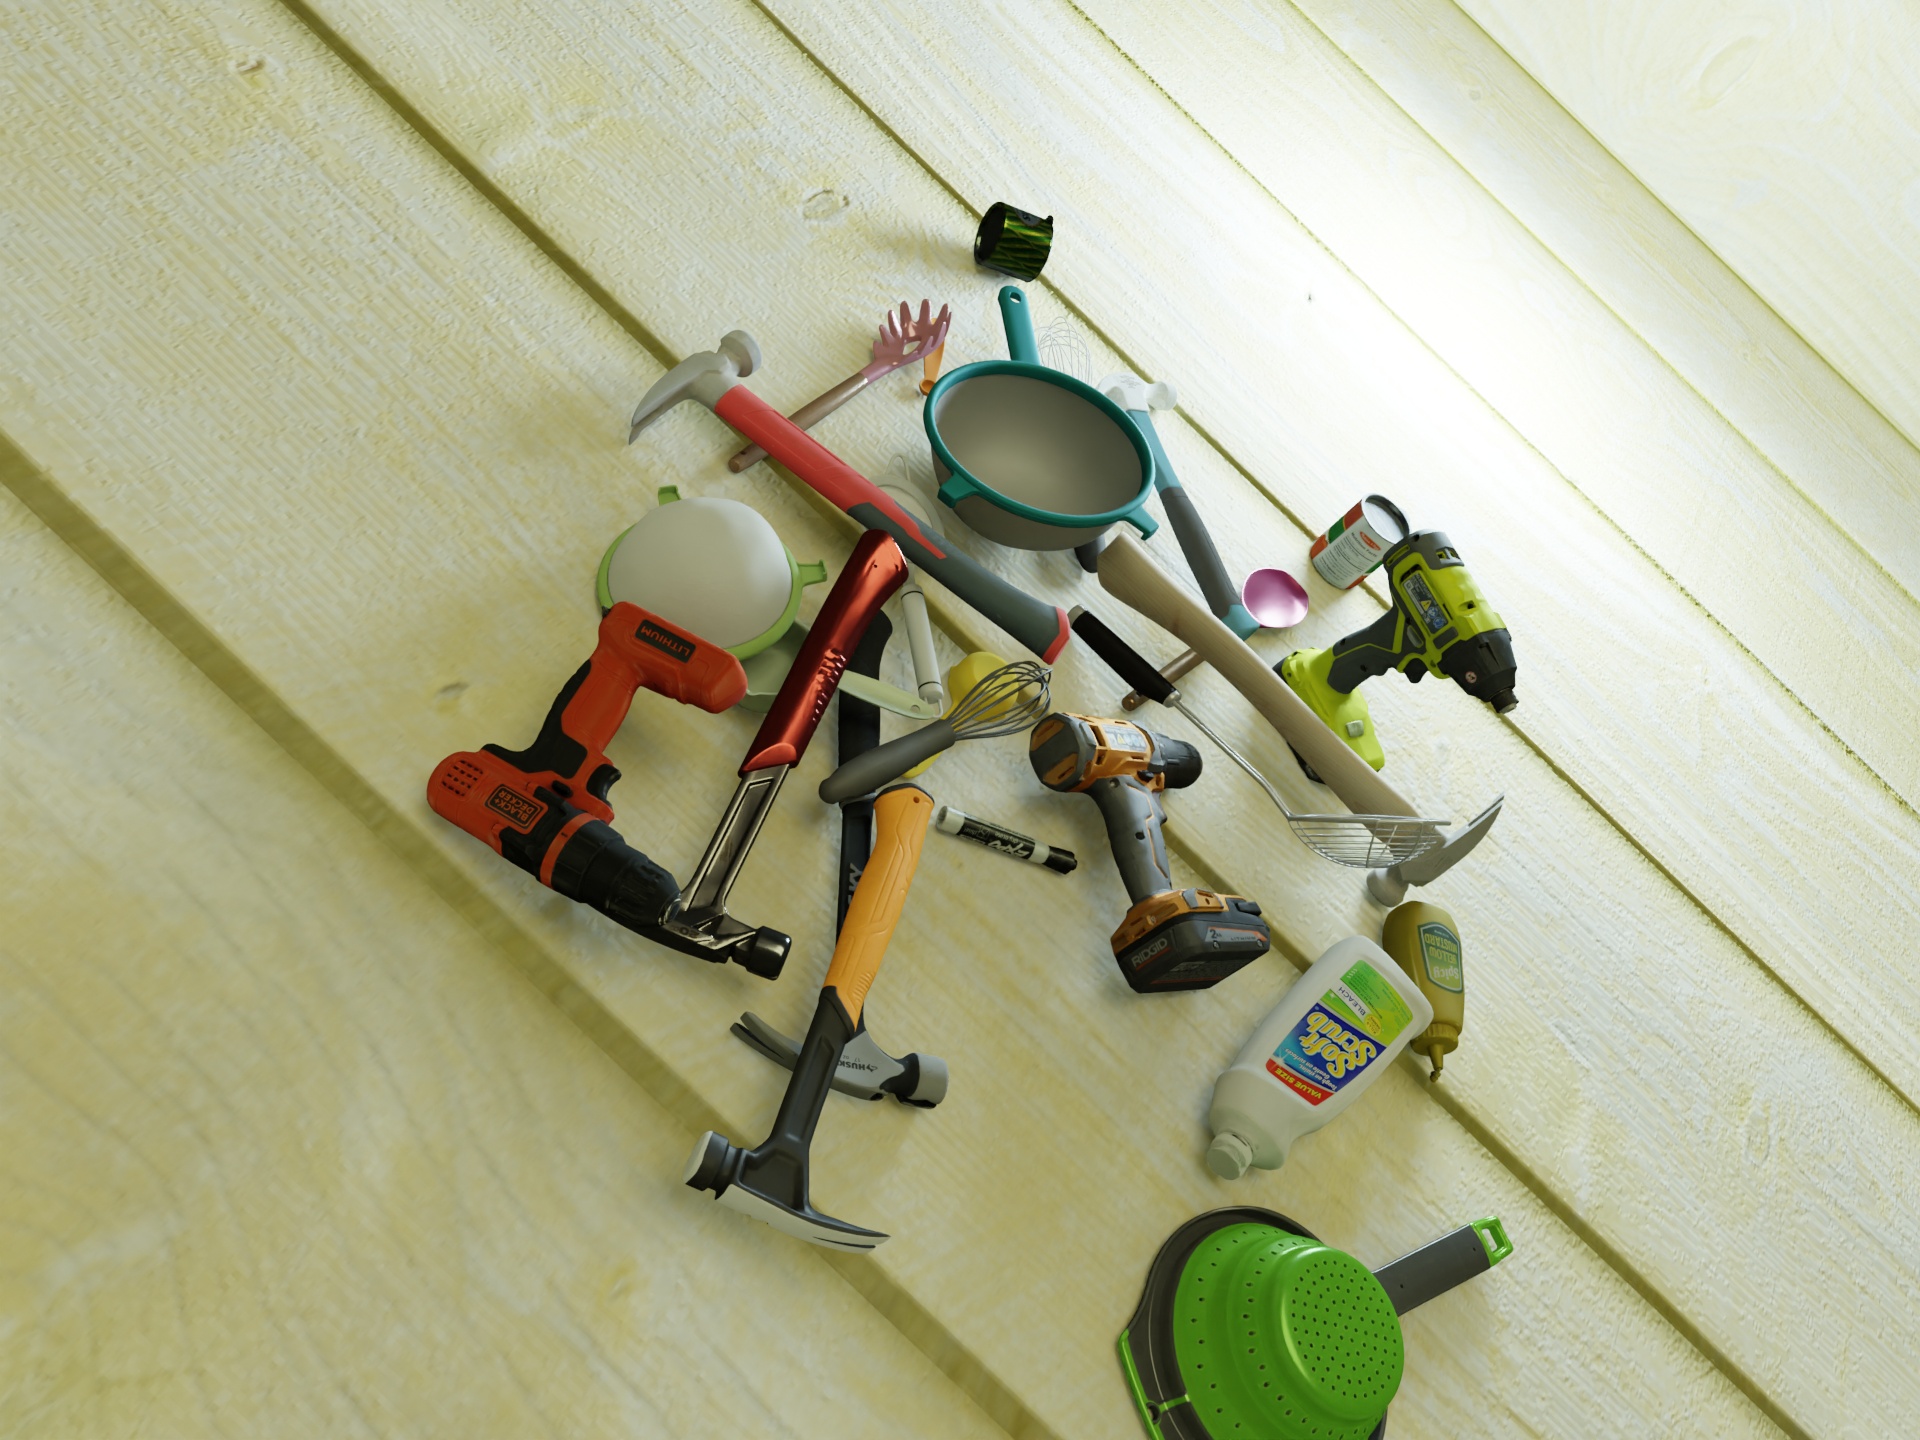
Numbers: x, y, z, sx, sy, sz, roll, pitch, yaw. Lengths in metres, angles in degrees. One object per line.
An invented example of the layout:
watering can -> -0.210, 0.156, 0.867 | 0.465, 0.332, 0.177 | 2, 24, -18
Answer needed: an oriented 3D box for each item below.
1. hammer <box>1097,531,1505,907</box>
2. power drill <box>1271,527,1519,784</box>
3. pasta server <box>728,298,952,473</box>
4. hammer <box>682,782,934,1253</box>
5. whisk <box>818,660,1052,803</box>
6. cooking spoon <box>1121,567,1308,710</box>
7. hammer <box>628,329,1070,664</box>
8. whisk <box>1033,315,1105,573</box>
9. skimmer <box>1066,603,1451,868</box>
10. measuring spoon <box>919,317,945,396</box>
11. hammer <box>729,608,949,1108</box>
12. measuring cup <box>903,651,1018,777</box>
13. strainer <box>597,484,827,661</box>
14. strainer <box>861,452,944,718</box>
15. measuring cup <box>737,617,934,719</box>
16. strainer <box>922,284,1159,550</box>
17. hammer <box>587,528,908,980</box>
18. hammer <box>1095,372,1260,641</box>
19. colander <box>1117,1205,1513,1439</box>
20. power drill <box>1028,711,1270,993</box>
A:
hammer -> 0.285, -0.020, 1.395 | 0.410, 0.146, 0.038 | 44, 31, 1
power drill -> 0.386, -0.040, 1.422 | 0.080, 0.223, 0.171 | -9, 65, -38
pasta server -> -0.104, -0.296, 1.400 | 0.060, 0.040, 0.316 | 20, 42, 25
hammer -> -0.067, 0.177, 1.046 | 0.127, 0.034, 0.337 | 28, 48, -11
whisk -> -0.015, 0.010, 1.196 | 0.239, 0.055, 0.055 | -27, 77, -37
cooking spoon -> 0.241, -0.076, 1.493 | 0.069, 0.017, 0.319 | 49, 46, 9
hammer -> -0.080, -0.162, 1.266 | 0.386, 0.038, 0.143 | 38, 55, 7
whisk -> 0.106, -0.264, 1.507 | 0.070, 0.070, 0.285 | 8, 60, -30
skimmer -> 0.242, 0.000, 1.342 | 0.363, 0.090, 0.127 | 43, 14, 19
measuring spoon -> -0.028, -0.343, 1.506 | 0.021, 0.011, 0.117 | 17, 48, -15
hammer -> -0.081, 0.075, 1.158 | 0.149, 0.036, 0.409 | 17, 51, -23
measuring cup -> -0.002, -0.004, 1.268 | 0.062, 0.029, 0.156 | 43, 44, -1
strainer -> -0.214, -0.082, 1.131 | 0.151, 0.069, 0.256 | 28, 53, 10
strainer -> -0.043, -0.108, 1.293 | 0.086, 0.050, 0.259 | 13, 50, -33
measuring cup -> -0.102, -0.025, 1.184 | 0.167, 0.038, 0.083 | 20, 54, -1
strainer -> 0.053, -0.265, 1.448 | 0.211, 0.095, 0.341 | 7, 47, -15
hammer -> -0.129, 0.001, 1.116 | 0.149, 0.036, 0.359 | 23, 58, -1
hammer -> 0.211, -0.211, 1.544 | 0.128, 0.033, 0.331 | 0, 56, -34
colander -> 0.296, 0.415, 1.132 | 0.397, 0.094, 0.205 | -8, 64, -37
power drill -> 0.162, 0.098, 1.272 | 0.185, 0.084, 0.226 | 7, 52, -46
